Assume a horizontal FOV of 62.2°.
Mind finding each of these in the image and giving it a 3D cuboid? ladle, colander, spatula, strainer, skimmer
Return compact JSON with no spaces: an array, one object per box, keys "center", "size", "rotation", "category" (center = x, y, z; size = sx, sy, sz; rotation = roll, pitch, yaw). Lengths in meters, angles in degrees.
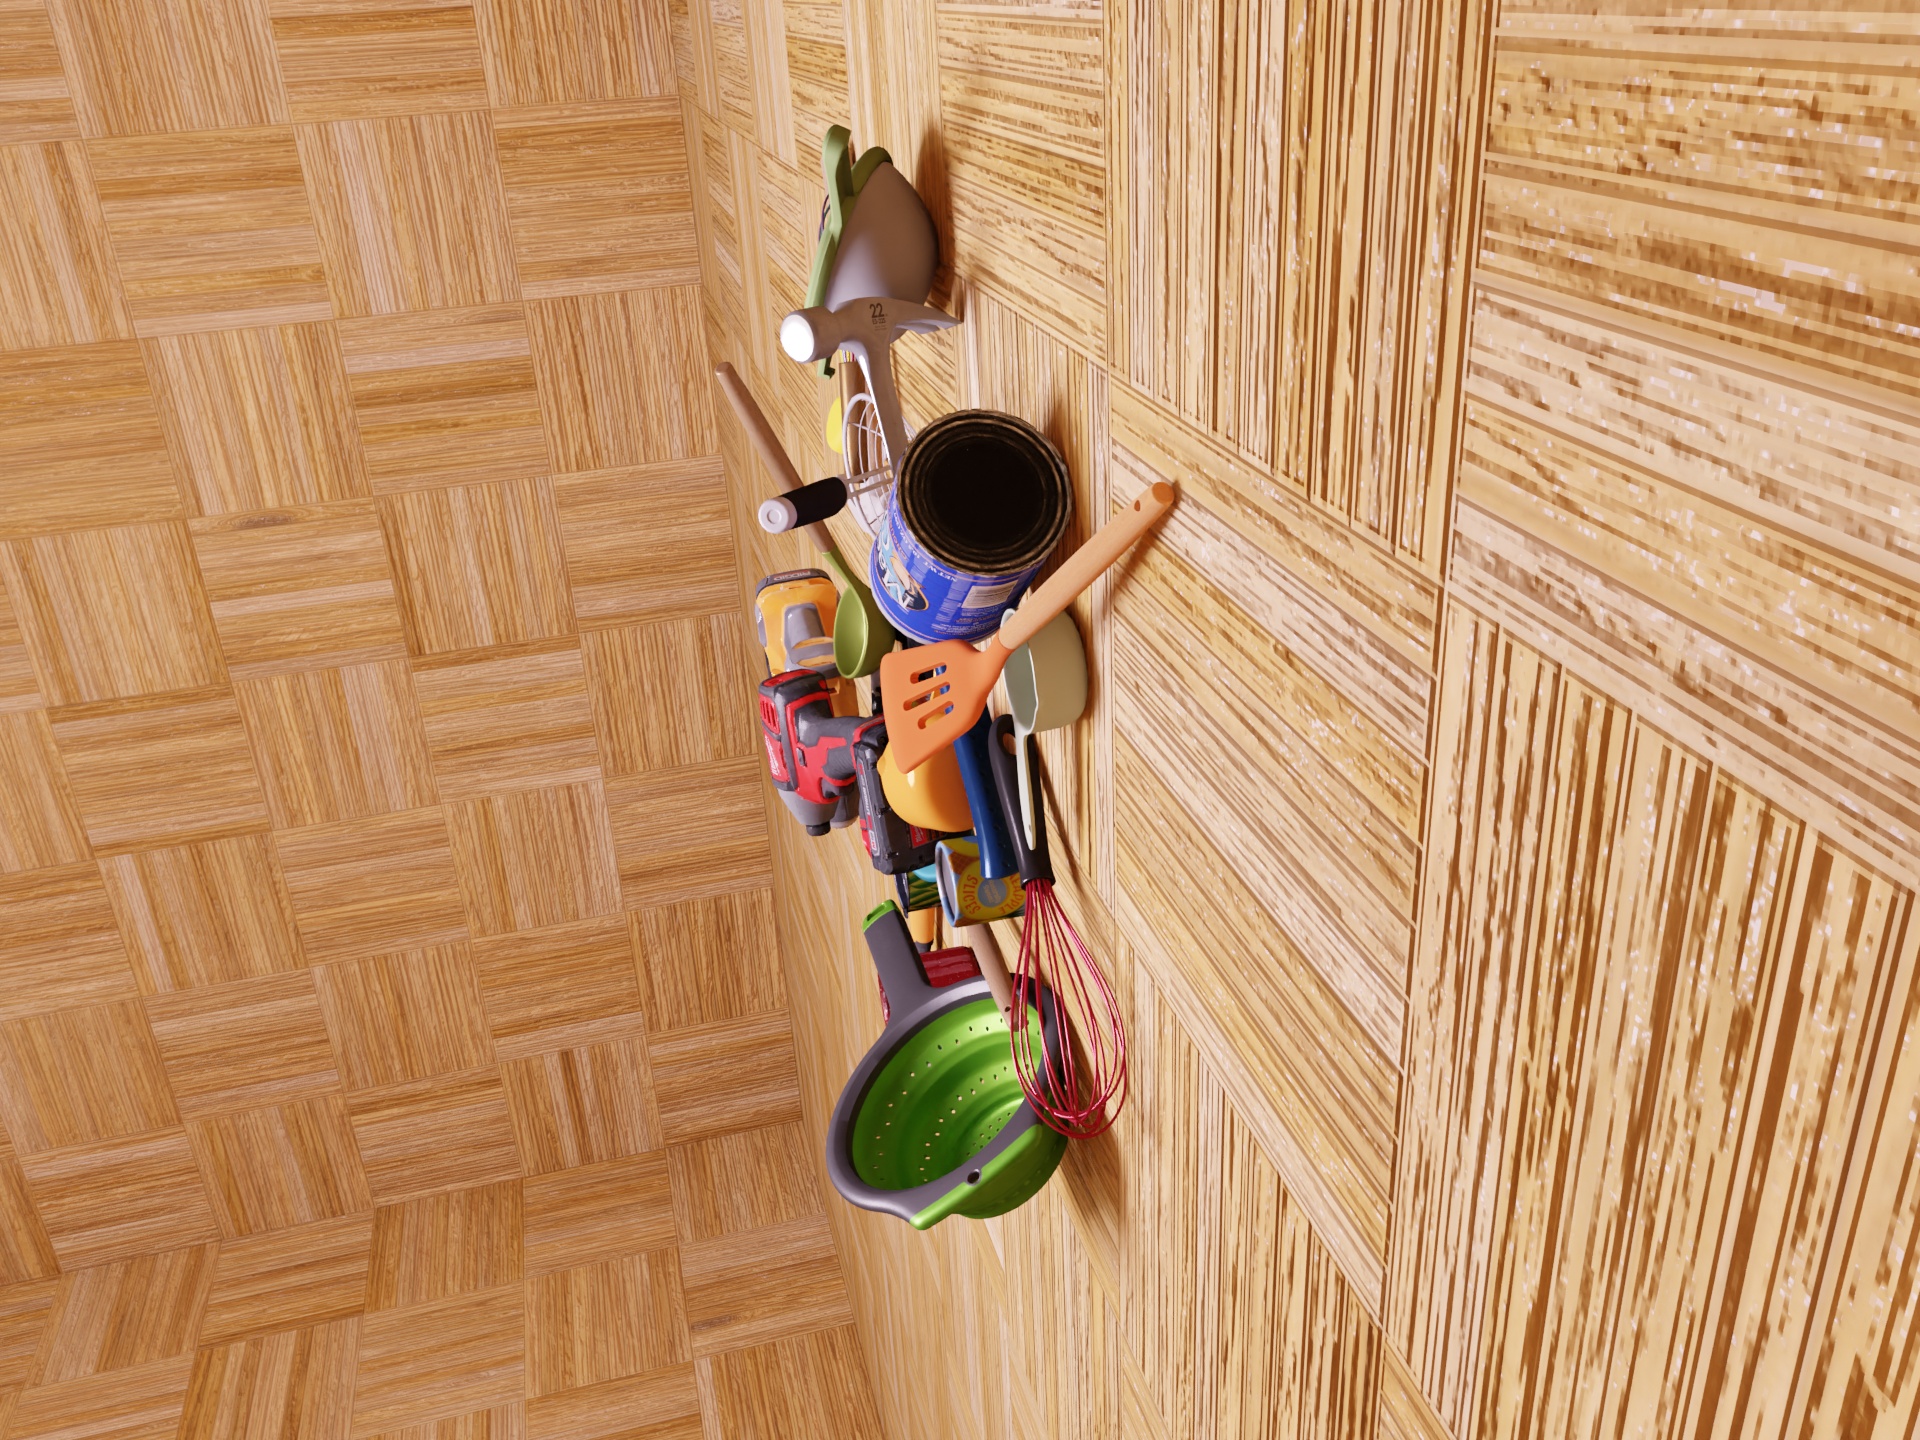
[{"center":[-0.124,-0.146,1.219],"size":[0.319,0.062,0.078],"rotation":[61,-174,-48],"category":"ladle"},{"center":[-0.008,0.259,1.220],"size":[0.094,0.204,0.397],"rotation":[51,-177,-25],"category":"colander"},{"center":[0.029,-0.054,0.883],"size":[0.322,0.041,0.081],"rotation":[138,126,-61],"category":"spatula"},{"center":[0.001,0.145,1.239],"size":[0.044,0.082,0.318],"rotation":[48,-174,-25],"category":"spatula"},{"center":[-0.053,-0.326,1.073],"size":[0.256,0.069,0.151],"rotation":[96,-165,-84],"category":"strainer"},{"center":[-0.097,-0.167,1.157],"size":[0.363,0.090,0.127],"rotation":[-45,-54,-69],"category":"skimmer"}]

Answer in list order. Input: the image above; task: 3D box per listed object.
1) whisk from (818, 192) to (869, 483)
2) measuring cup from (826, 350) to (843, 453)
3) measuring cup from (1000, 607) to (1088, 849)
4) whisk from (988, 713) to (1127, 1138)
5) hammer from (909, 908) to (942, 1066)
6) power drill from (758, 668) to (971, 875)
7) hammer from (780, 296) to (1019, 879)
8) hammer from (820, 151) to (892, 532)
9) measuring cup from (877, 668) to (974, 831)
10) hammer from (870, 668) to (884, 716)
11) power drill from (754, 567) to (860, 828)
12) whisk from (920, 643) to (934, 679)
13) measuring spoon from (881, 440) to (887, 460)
[{"center":[-0.090,-0.322,1.334],"size":[0.047,0.051,0.245],"rotation":[-152,59,-72],"category":"whisk"},{"center":[-0.114,-0.319,1.514],"size":[0.062,0.029,0.157],"rotation":[-53,40,48],"category":"measuring cup"},{"center":[0.054,0.007,0.976],"size":[0.083,0.038,0.167],"rotation":[-118,20,-57],"category":"measuring cup"},{"center":[0.053,0.122,1.019],"size":[0.073,0.073,0.296],"rotation":[100,163,-58],"category":"whisk"},{"center":[-0.038,0.194,1.560],"size":[0.127,0.034,0.336],"rotation":[-113,19,-47],"category":"hammer"},{"center":[-0.087,0.044,1.276],"size":[0.220,0.078,0.143],"rotation":[18,121,54],"category":"power drill"},{"center":[-0.012,-0.089,1.092],"size":[0.035,0.144,0.405],"rotation":[-4,106,42],"category":"hammer"},{"center":[-0.091,-0.330,1.401],"size":[0.130,0.031,0.331],"rotation":[-176,78,-71],"category":"hammer"},{"center":[-0.002,-0.004,1.157],"size":[0.052,0.095,0.173],"rotation":[11,94,57],"category":"measuring cup"},{"center":[-0.082,0.027,1.568],"size":[0.408,0.036,0.149],"rotation":[98,163,-67],"category":"hammer"},{"center":[-0.134,-0.023,1.496],"size":[0.226,0.084,0.185],"rotation":[-114,15,-57],"category":"power drill"},{"center":[-0.018,-0.101,1.223],"size":[0.238,0.055,0.055],"rotation":[90,166,-55],"category":"whisk"},{"center":[-0.083,-0.257,1.492],"size":[0.124,0.018,0.034],"rotation":[-140,56,-63],"category":"measuring spoon"}]
